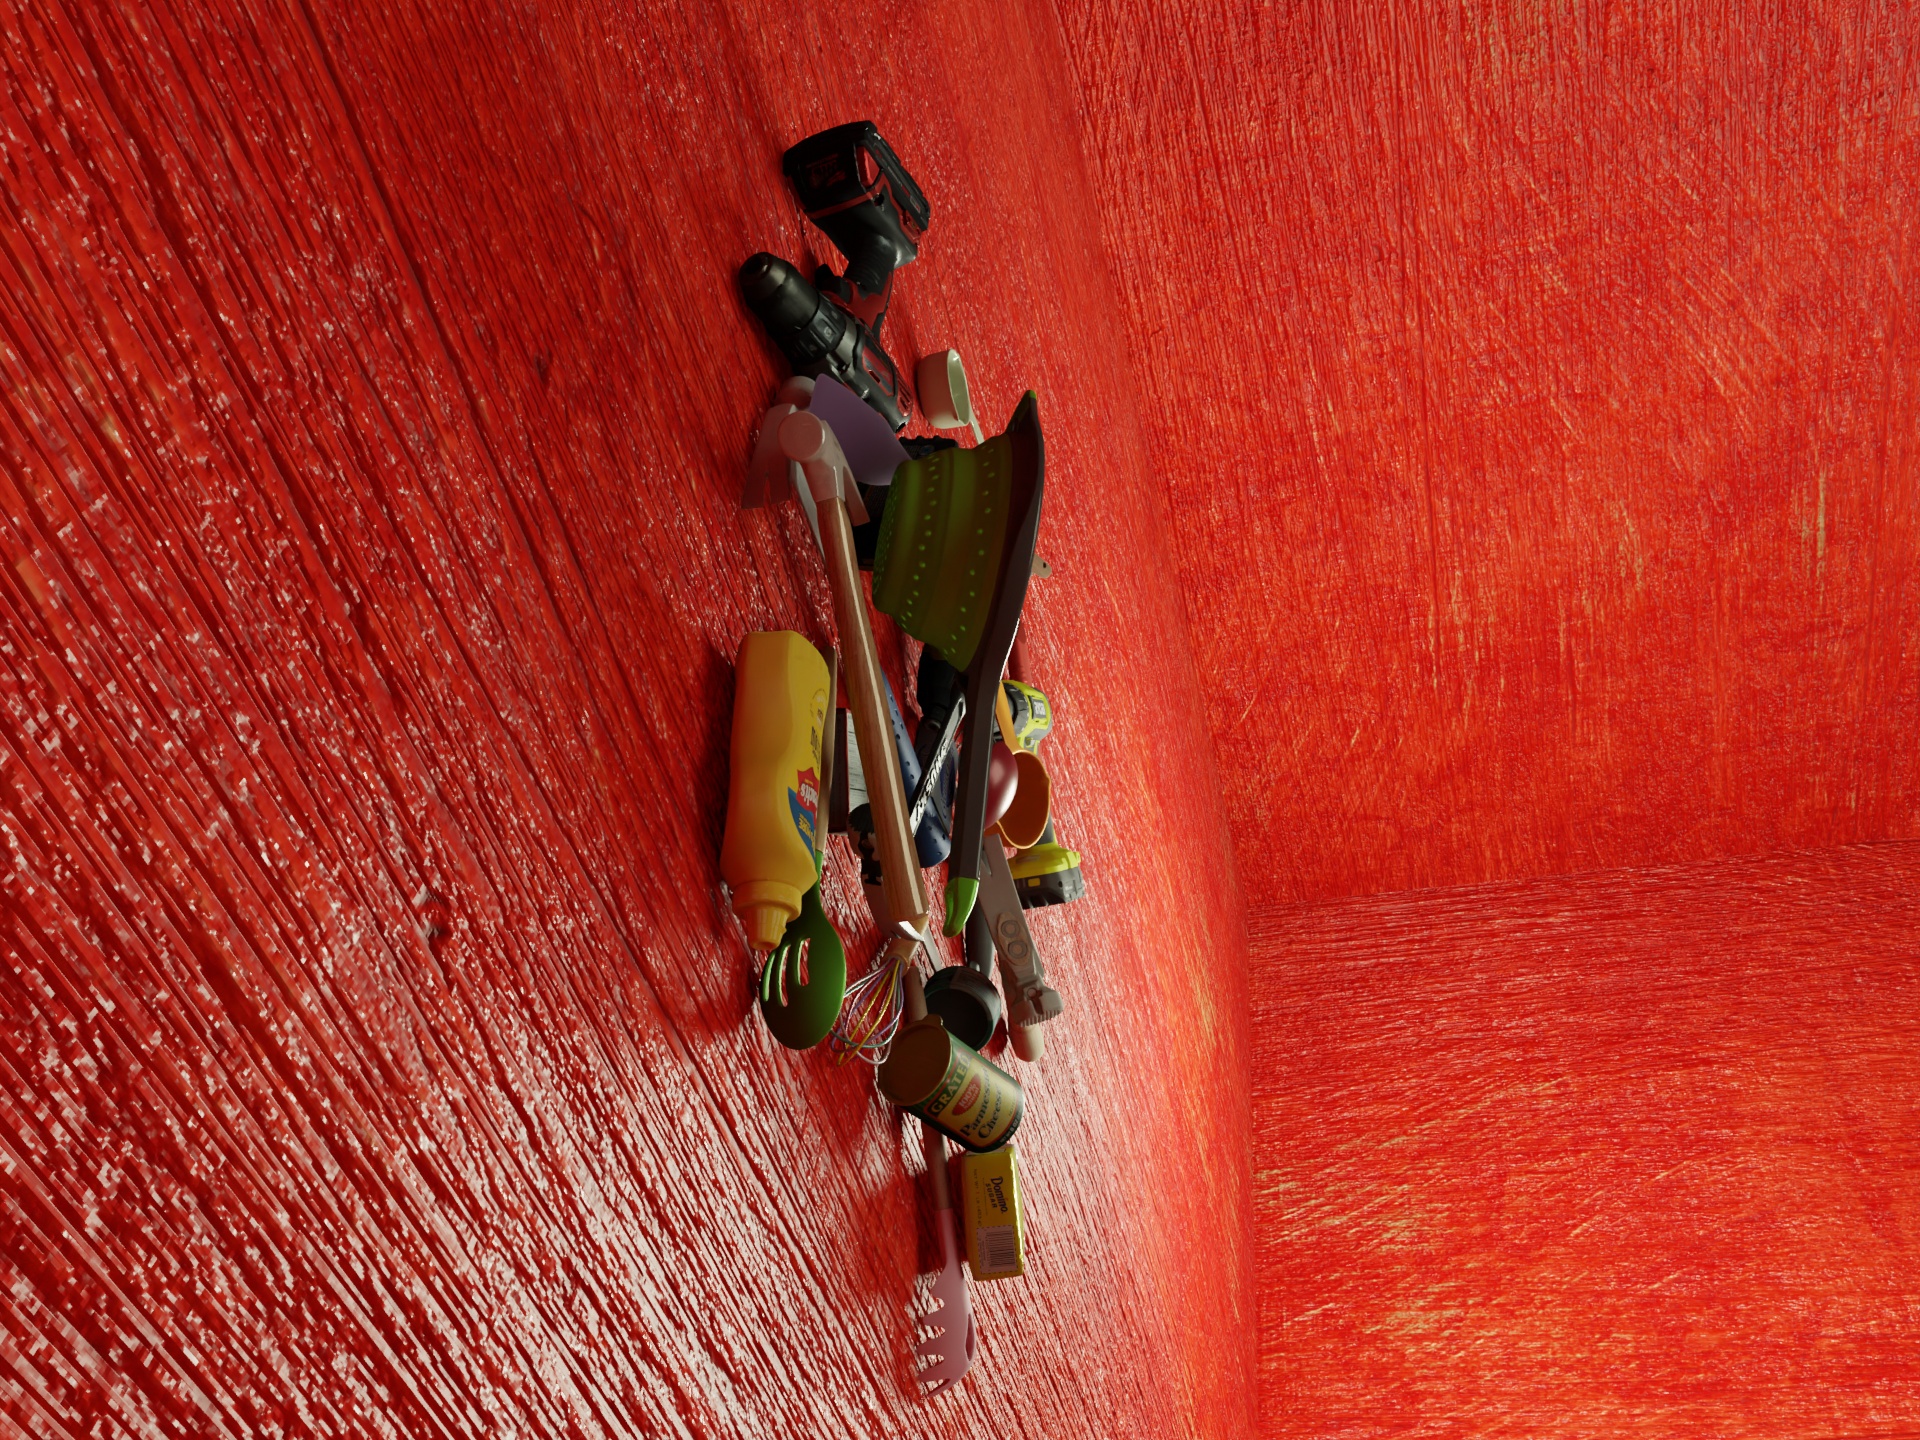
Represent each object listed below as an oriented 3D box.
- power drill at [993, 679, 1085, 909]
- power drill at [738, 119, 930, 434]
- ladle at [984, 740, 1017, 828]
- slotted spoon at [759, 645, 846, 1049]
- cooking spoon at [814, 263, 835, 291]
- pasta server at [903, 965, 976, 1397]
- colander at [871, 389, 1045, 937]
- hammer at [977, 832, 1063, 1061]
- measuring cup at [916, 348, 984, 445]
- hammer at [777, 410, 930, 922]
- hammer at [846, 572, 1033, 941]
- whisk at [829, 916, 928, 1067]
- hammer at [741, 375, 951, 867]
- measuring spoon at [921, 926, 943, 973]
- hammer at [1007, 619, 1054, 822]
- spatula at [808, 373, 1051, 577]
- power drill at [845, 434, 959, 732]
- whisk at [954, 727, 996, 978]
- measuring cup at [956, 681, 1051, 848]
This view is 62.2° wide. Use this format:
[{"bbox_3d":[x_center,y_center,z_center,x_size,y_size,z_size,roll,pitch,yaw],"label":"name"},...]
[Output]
[{"bbox_3d":[0.057,0.071,1.578,0.190,0.080,0.228,6,73,-75],"label":"power drill"},{"bbox_3d":[-0.097,-0.347,1.211,0.187,0.080,0.227,42,44,-51],"label":"power drill"},{"bbox_3d":[0.013,0.083,1.289,0.315,0.031,0.069,111,0,-73],"label":"ladle"},{"bbox_3d":[-0.097,0.068,1.040,0.031,0.070,0.314,39,36,-36],"label":"slotted spoon"},{"bbox_3d":[-0.073,-0.230,1.355,0.069,0.017,0.318,-67,146,-57],"label":"cooking spoon"},{"bbox_3d":[-0.024,0.348,1.222,0.060,0.040,0.316,37,42,-69],"label":"pasta server"},{"bbox_3d":[-0.018,-0.049,1.116,0.204,0.094,0.397,124,-26,-68],"label":"colander"},{"bbox_3d":[0.047,0.222,1.368,0.410,0.038,0.146,81,-10,-69],"label":"hammer"},{"bbox_3d":[-0.007,-0.307,1.614,0.167,0.038,0.083,60,26,-59],"label":"measuring cup"},{"bbox_3d":[-0.064,-0.032,1.051,0.130,0.031,0.331,-8,87,-84],"label":"hammer"},{"bbox_3d":[-0.002,-0.004,1.263,0.409,0.036,0.149,-67,158,-44],"label":"hammer"},{"bbox_3d":[-0.056,0.191,1.168,0.245,0.051,0.047,-59,159,-74],"label":"whisk"},{"bbox_3d":[-0.077,-0.048,1.209,0.144,0.035,0.405,-78,155,-53],"label":"hammer"},{"bbox_3d":[-0.028,0.199,1.314,0.034,0.018,0.124,-59,132,-67],"label":"measuring spoon"},{"bbox_3d":[0.066,-0.063,1.756,0.149,0.037,0.359,15,67,-74],"label":"hammer"},{"bbox_3d":[-0.017,-0.173,1.233,0.315,0.018,0.060,28,68,-50],"label":"spatula"},{"bbox_3d":[-0.022,-0.113,1.347,0.223,0.080,0.171,68,32,-45],"label":"power drill"},{"bbox_3d":[0.015,0.122,1.458,0.055,0.055,0.239,30,58,-72],"label":"whisk"},{"bbox_3d":[0.025,0.029,1.396,0.095,0.052,0.173,-31,112,-51],"label":"measuring cup"}]
